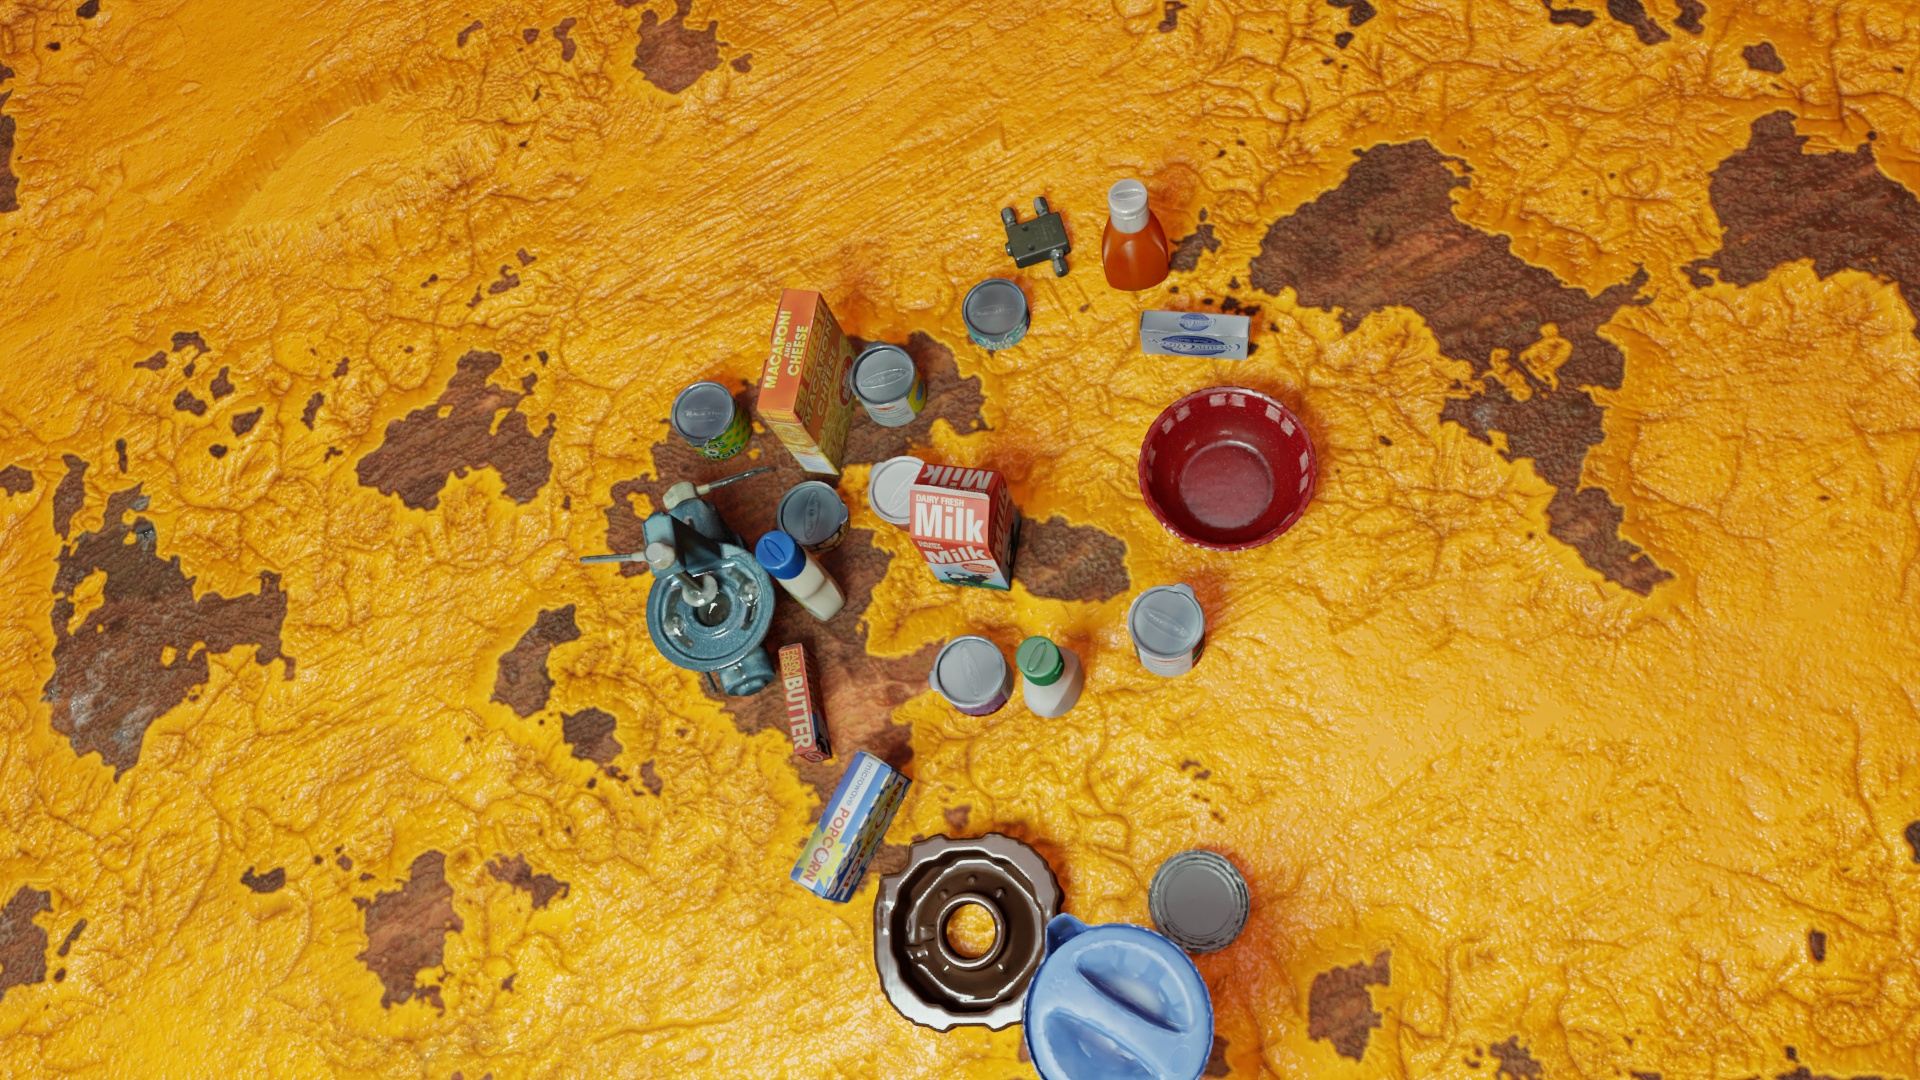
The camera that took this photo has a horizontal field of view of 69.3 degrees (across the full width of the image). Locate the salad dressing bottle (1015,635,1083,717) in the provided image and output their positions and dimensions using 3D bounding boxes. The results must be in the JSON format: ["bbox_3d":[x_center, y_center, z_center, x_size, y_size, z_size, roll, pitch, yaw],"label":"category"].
[{"bbox_3d":[0.077,0.116,1.214,0.044,0.147,0.064,25,79,17],"label":"salad dressing bottle"}]

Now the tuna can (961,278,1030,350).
[{"bbox_3d":[0.037,-0.224,1.393,0.071,0.032,0.071,-3,72,9],"label":"tuna can"}]

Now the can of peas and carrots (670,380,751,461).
[{"bbox_3d":[-0.250,-0.117,1.396,0.071,0.058,0.071,-3,72,9],"label":"can of peas and carrots"}]

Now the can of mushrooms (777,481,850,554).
[{"bbox_3d":[-0.141,-0.022,1.359,0.071,0.033,0.071,-3,72,9],"label":"can of mushrooms"}]

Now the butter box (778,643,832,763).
[{"bbox_3d":[-0.145,0.152,1.293,0.024,0.053,0.104,-14,71,6],"label":"butter box"}]

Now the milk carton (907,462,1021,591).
[{"bbox_3d":[0.004,-0.016,1.247,0.072,0.190,0.073,7,74,12],"label":"milk carton"}]

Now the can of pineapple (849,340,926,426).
[{"bbox_3d":[-0.071,-0.155,1.376,0.071,0.057,0.071,-3,72,9],"label":"can of pineapple"}]

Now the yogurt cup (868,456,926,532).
[{"bbox_3d":[-0.050,-0.041,1.338,0.072,0.054,0.072,-3,72,9],"label":"yogurt cup"}]

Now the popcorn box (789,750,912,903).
[{"bbox_3d":[-0.095,0.255,1.234,0.038,0.085,0.127,25,79,17],"label":"popcorn box"}]

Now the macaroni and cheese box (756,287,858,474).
[{"bbox_3d":[-0.143,-0.148,1.330,0.040,0.166,0.124,7,74,12],"label":"macaroni and cheese box"}]

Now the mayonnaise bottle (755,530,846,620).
[{"bbox_3d":[-0.150,0.029,1.283,0.041,0.147,0.065,-43,70,-4],"label":"mayonnaise bottle"}]

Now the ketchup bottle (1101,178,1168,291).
[{"bbox_3d":[0.165,-0.291,1.329,0.065,0.148,0.043,-7,72,8],"label":"ketchup bottle"}]

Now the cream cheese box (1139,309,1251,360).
[{"bbox_3d":[0.226,-0.198,1.339,0.104,0.053,0.024,6,74,12],"label":"cream cheese box"}]

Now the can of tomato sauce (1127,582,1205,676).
[{"bbox_3d":[0.186,0.080,1.240,0.071,0.083,0.071,-3,72,10],"label":"can of tomato sauce"}]

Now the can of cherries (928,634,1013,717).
[{"bbox_3d":[0.010,0.125,1.271,0.071,0.058,0.071,-3,72,9],"label":"can of cherries"}]
